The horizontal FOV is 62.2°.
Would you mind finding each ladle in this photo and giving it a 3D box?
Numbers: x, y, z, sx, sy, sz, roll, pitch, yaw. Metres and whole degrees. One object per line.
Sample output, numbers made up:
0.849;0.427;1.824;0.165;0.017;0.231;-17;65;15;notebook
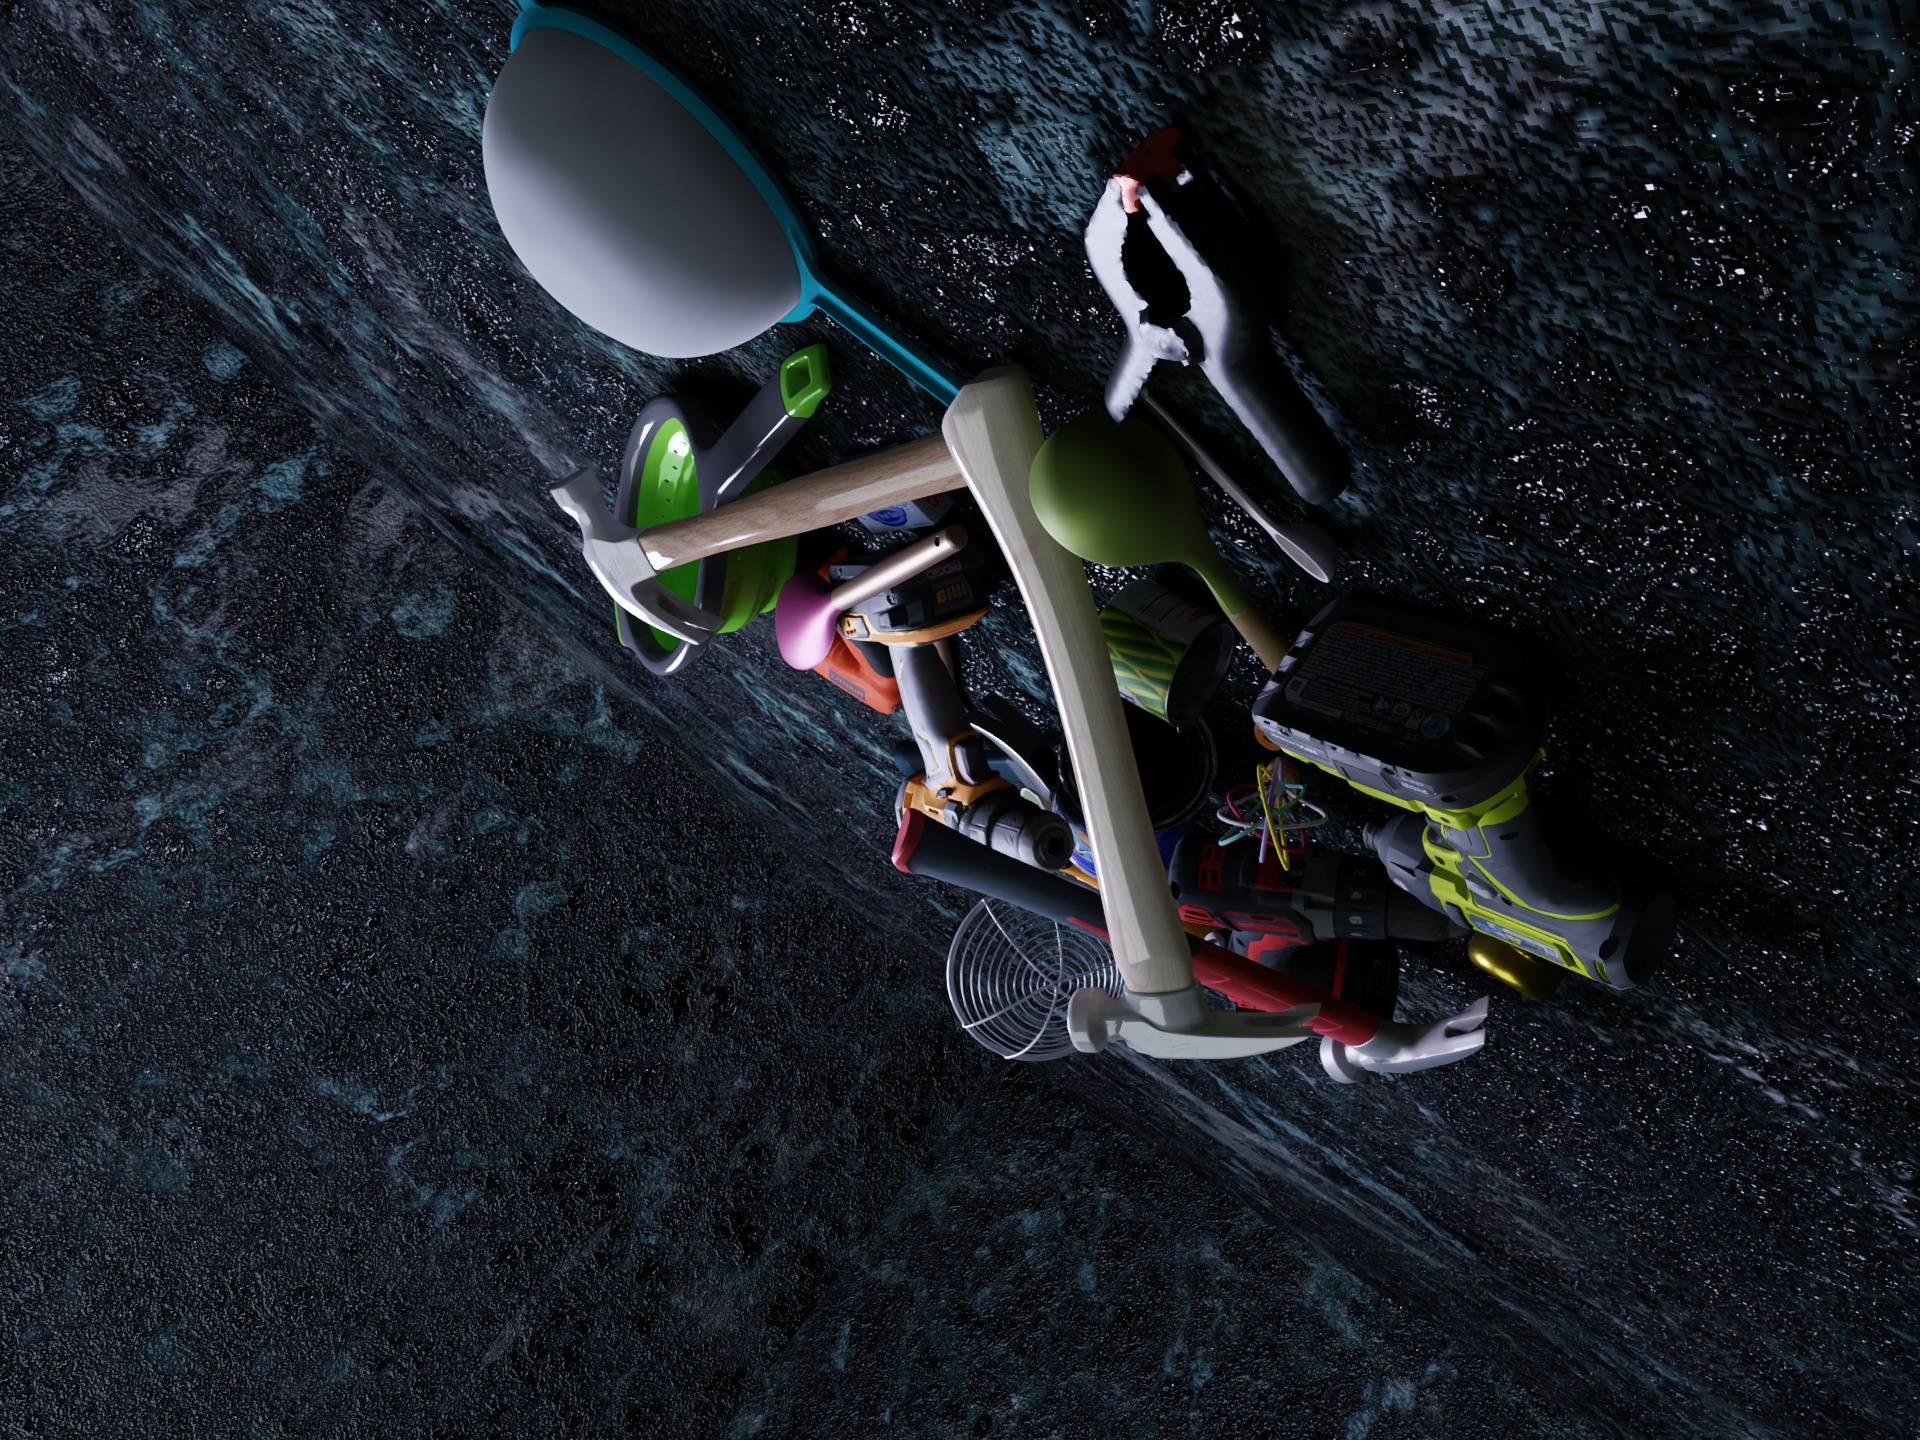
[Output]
0.144;-0.044;0.820;0.062;0.078;0.319;-7;144;39;ladle

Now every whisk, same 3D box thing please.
0.174;0.044;0.876;0.047;0.051;0.245;46;-168;7;whisk

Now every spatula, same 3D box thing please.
-0.011;-0.034;1.325;0.060;0.018;0.315;30;166;14;spatula

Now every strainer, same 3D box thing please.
-0.132;-0.227;0.844;0.340;0.095;0.211;38;166;8;strainer

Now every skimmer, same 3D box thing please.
0.132;0.165;1.158;0.090;0.127;0.363;12;-173;35;skimmer

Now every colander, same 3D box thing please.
-0.143;-0.157;1.108;0.094;0.205;0.397;-1;166;-29;colander

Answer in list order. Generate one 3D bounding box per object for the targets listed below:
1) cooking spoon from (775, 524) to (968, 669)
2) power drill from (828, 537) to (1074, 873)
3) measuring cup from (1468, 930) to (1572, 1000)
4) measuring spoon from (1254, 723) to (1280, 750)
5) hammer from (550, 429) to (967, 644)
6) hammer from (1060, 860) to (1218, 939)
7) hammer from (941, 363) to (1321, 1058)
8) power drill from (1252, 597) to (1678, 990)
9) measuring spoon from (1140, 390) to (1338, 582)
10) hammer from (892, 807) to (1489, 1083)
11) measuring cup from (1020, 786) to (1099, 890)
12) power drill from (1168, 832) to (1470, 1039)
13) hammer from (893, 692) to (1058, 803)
-0.068;-0.083;1.016;0.319;0.017;0.069;-16;81;64;cooking spoon
-0.002;-0.003;1.058;0.185;0.084;0.226;11;118;63;power drill
0.321;0.142;0.919;0.062;0.029;0.156;32;-175;19;measuring cup
0.188;-0.002;0.939;0.021;0.011;0.116;35;170;13;measuring spoon
-0.112;-0.125;0.971;0.331;0.031;0.130;-9;118;38;hammer
0.185;0.166;1.290;0.336;0.034;0.127;33;174;-40;hammer
0.083;0.009;0.856;0.146;0.038;0.410;-6;115;27;hammer
0.243;0.041;0.794;0.171;0.080;0.223;23;163;48;power drill
0.129;-0.112;0.727;0.124;0.018;0.034;45;-177;1;measuring spoon
0.139;0.138;0.988;0.386;0.038;0.143;25;151;-16;hammer
0.107;0.112;1.353;0.168;0.038;0.083;50;159;42;measuring cup
0.248;0.145;1.062;0.188;0.080;0.226;5;154;22;power drill
0.011;0.038;1.378;0.128;0.033;0.331;54;163;-13;hammer
